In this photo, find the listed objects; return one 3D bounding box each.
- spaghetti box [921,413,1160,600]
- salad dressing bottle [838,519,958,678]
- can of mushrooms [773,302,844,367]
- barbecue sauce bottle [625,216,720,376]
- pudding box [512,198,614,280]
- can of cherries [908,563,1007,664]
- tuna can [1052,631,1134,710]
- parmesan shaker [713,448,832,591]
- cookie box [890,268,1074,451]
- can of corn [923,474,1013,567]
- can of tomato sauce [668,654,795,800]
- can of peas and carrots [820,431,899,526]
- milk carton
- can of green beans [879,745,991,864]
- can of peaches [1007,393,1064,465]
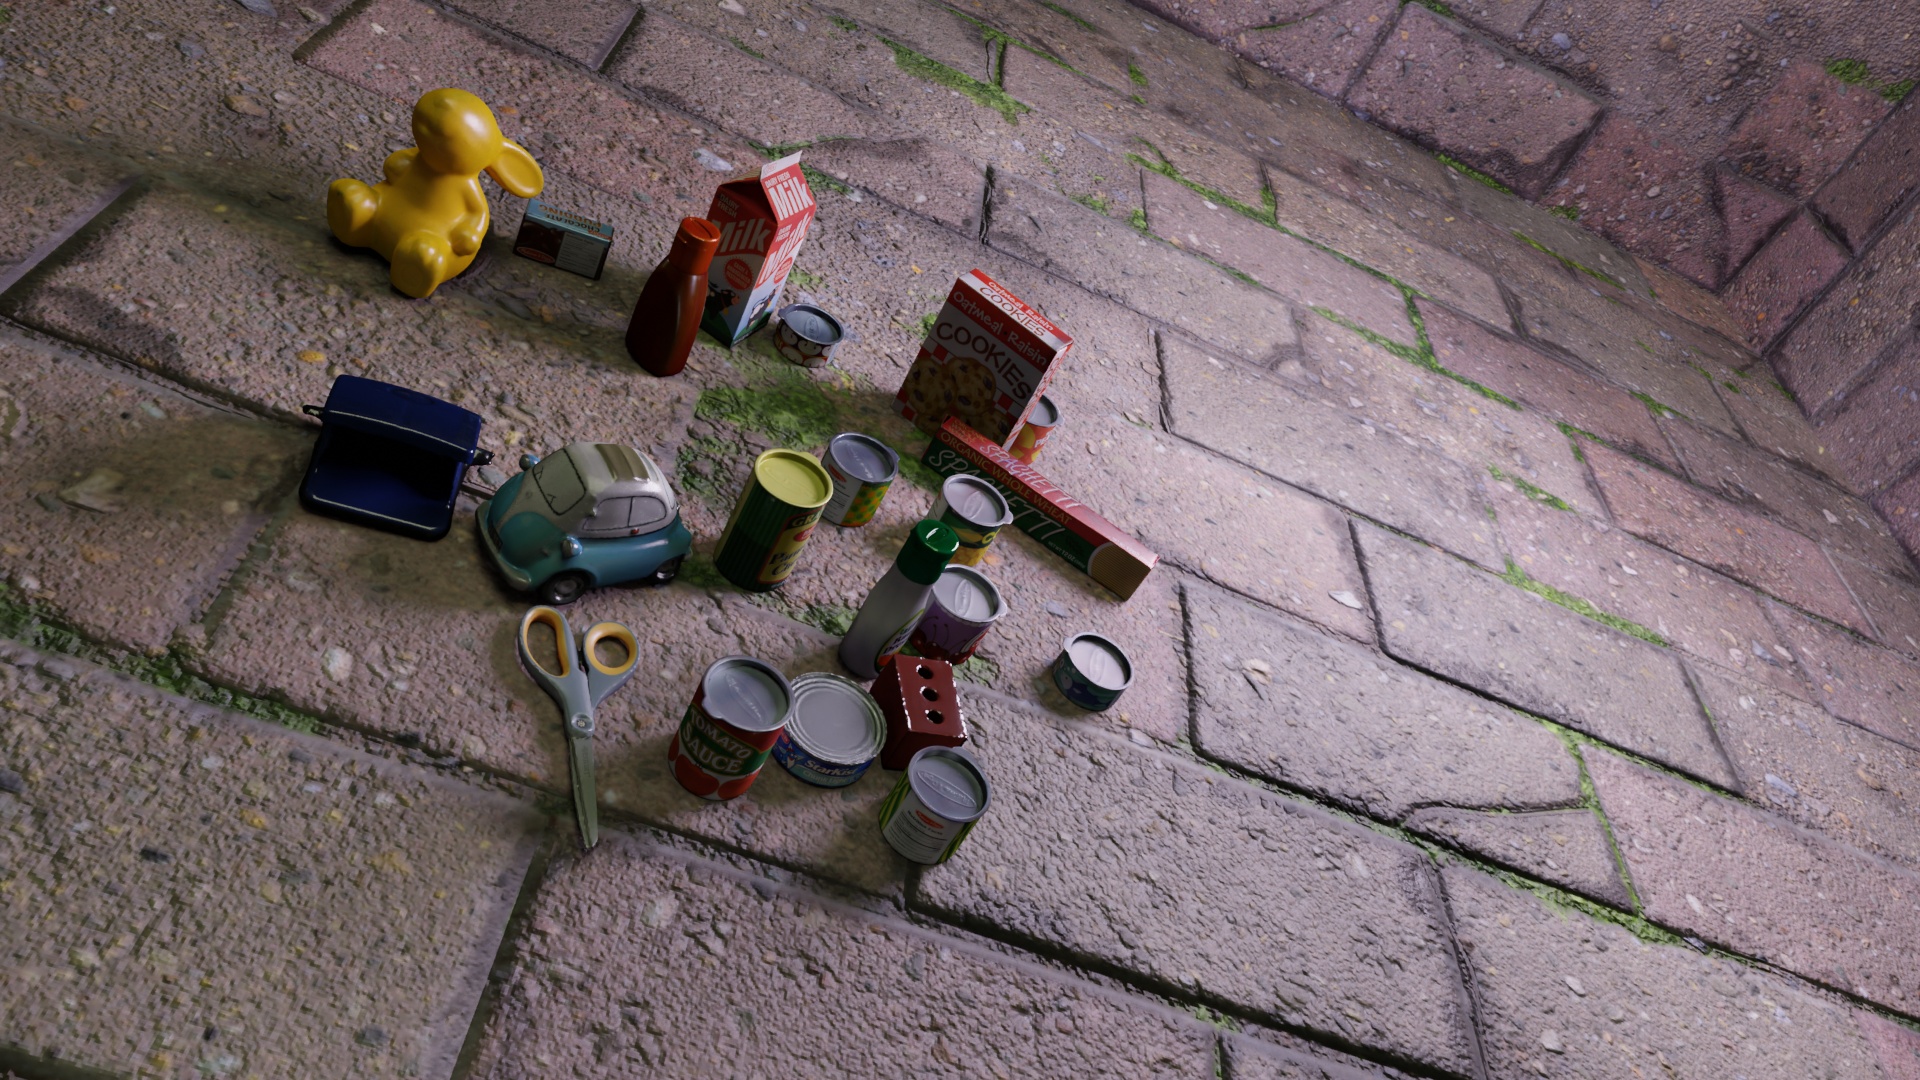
[{"bbox_3d":[0.075,-0.032,1.351,0.250,0.050,0.029,34,37,5],"label":"spaghetti box"},{"bbox_3d":[-0.048,0.046,1.093,0.044,0.147,0.064,40,37,12],"label":"salad dressing bottle"},{"bbox_3d":[-0.156,-0.209,1.408,0.071,0.033,0.071,19,38,-16],"label":"can of mushrooms"},{"bbox_3d":[-0.258,-0.222,1.257,0.065,0.147,0.044,46,39,19],"label":"barbecue sauce bottle"},{"bbox_3d":[-0.380,-0.288,1.331,0.084,0.049,0.030,16,39,-20],"label":"pudding box"},{"bbox_3d":[-0.004,0.064,1.177,0.071,0.058,0.072,19,38,-16],"label":"can of cherries"},{"bbox_3d":[0.114,0.114,1.223,0.071,0.032,0.071,19,38,-16],"label":"tuna can"},{"bbox_3d":[-0.152,-0.017,1.131,0.071,0.102,0.072,19,38,-16],"label":"parmesan shaker"},{"bbox_3d":[0.019,-0.164,1.367,0.123,0.166,0.040,38,37,9],"label":"cookie box"},{"bbox_3d":[0.005,-0.016,1.276,0.071,0.058,0.071,19,38,-16],"label":"can of corn"},{"bbox_3d":[-0.162,0.132,0.969,0.071,0.082,0.071,19,38,-16],"label":"can of tomato sauce"},{"bbox_3d":[-0.096,-0.055,1.252,0.071,0.058,0.071,19,38,-16],"label":"can of peas and carrots"},{"bbox_3d":[-0.202,-0.288,1.336,0.073,0.189,0.073,35,37,6],"label":"milk carton"},{"bbox_3d":[-0.019,0.194,1.017,0.071,0.057,0.071,19,38,-16],"label":"can of green beans"},{"bbox_3d":[0.063,-0.118,1.435,0.071,0.057,0.071,19,38,-16],"label":"can of peaches"}]
